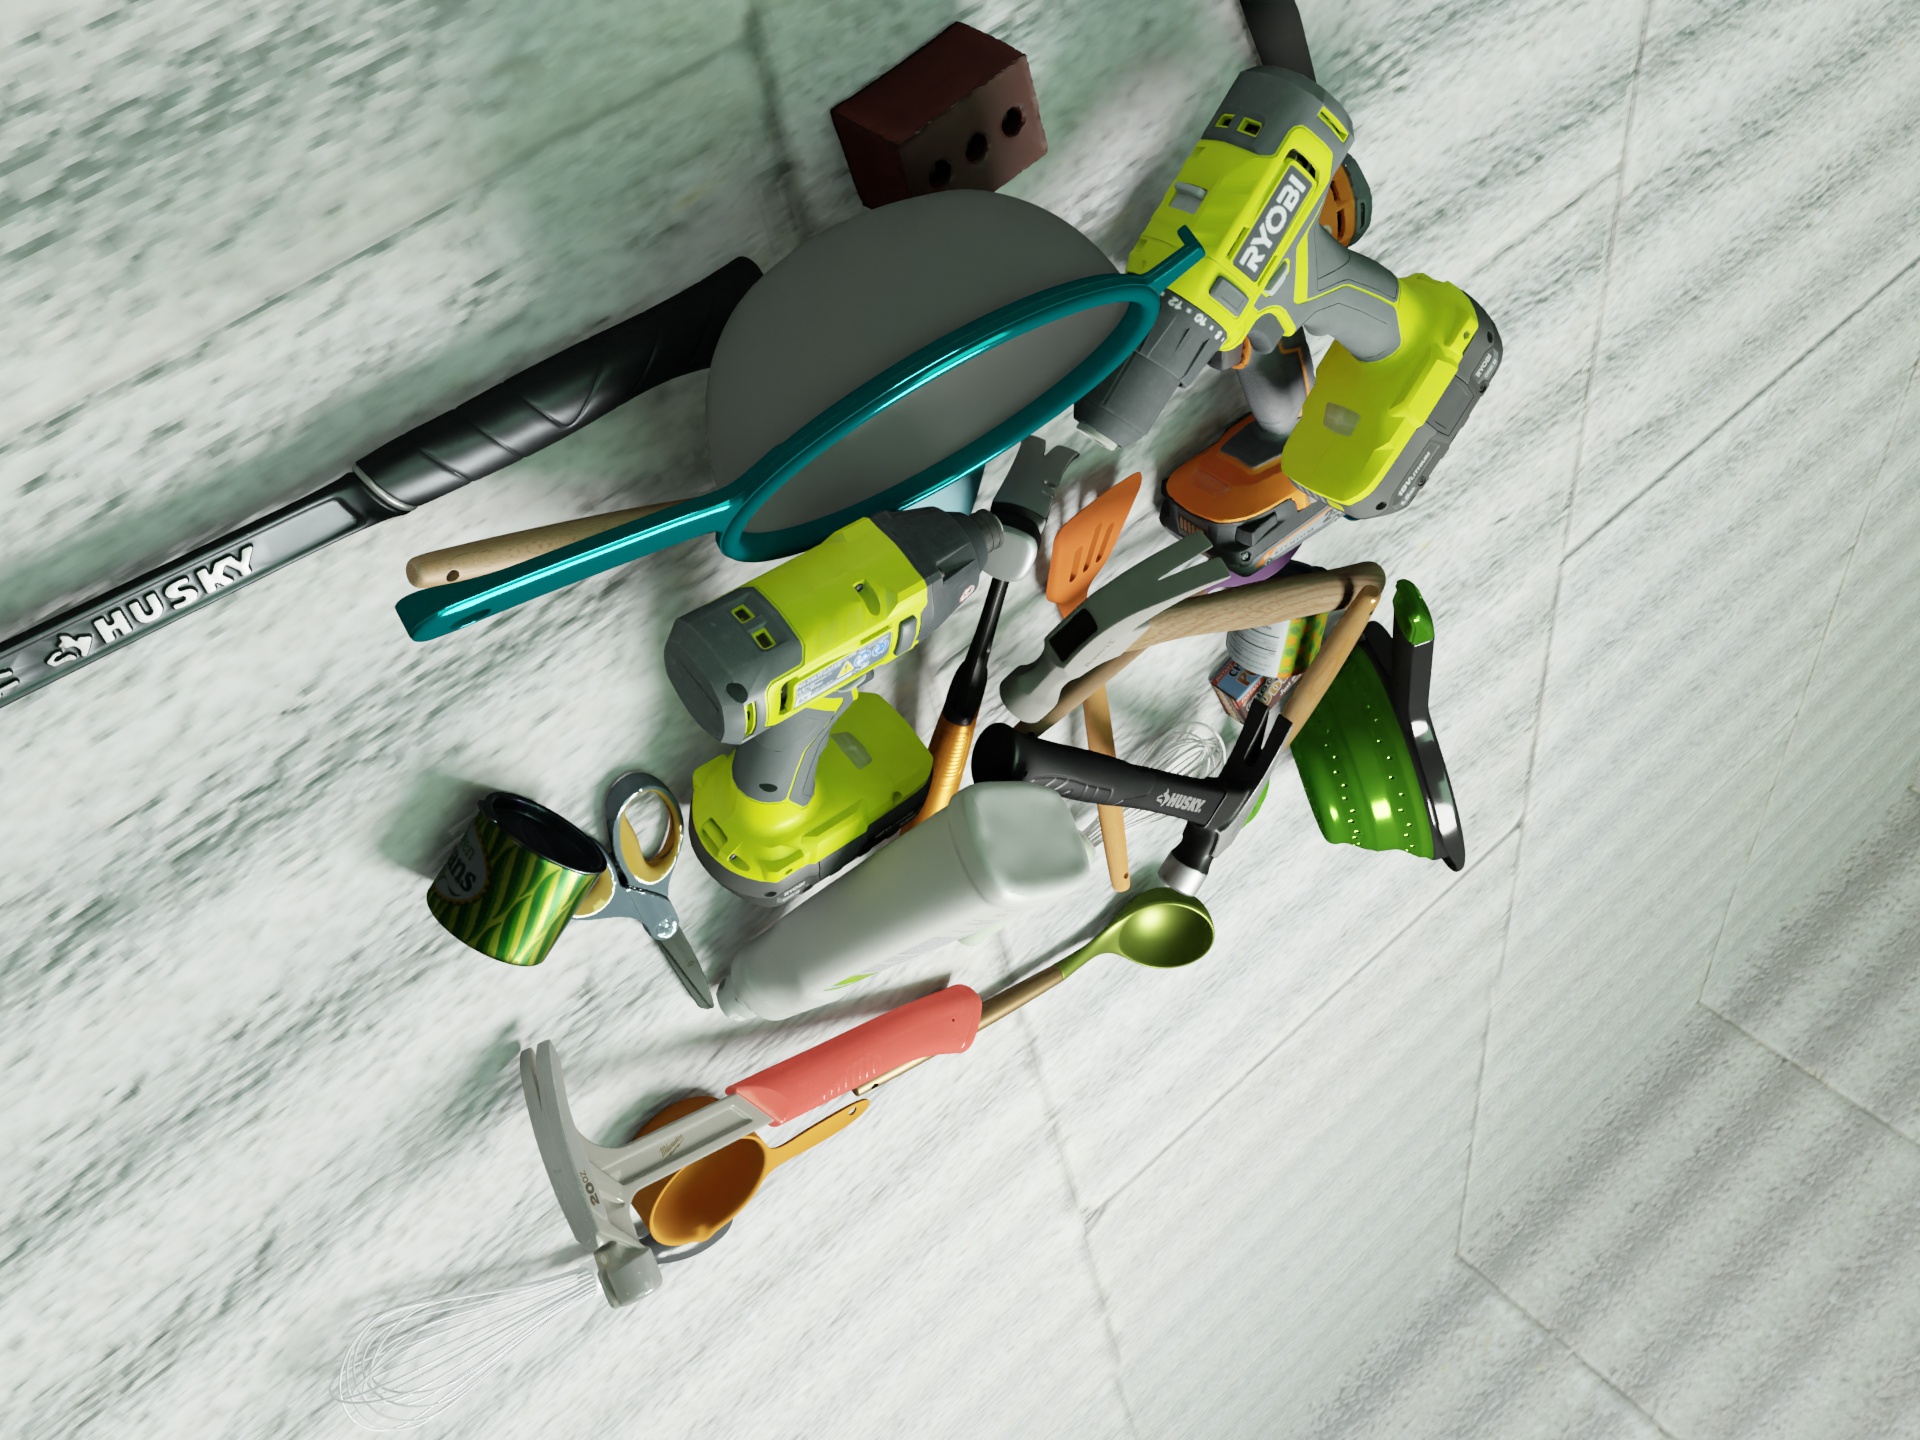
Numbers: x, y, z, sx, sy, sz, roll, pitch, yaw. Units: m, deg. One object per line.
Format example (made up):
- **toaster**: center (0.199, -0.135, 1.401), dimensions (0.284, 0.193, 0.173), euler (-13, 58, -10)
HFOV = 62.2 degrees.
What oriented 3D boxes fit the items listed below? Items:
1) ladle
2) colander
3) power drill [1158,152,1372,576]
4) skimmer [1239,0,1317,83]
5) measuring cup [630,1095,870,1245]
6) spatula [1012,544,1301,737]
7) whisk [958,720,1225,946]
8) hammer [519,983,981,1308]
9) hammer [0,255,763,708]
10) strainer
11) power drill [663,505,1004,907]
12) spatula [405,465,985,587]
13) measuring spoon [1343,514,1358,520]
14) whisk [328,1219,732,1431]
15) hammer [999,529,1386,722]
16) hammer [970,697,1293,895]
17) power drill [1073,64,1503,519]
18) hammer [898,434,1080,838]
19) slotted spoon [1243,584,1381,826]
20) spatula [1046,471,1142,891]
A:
- **ladle**: center (0.060, 0.209, 1.191), dimensions (0.320, 0.062, 0.078), euler (-24, 138, -28)
- **colander**: center (0.293, 0.004, 1.164), dimensions (0.094, 0.205, 0.396), euler (-18, 156, 7)
- **power drill**: center (0.163, -0.200, 0.929), dimensions (0.164, 0.084, 0.226), euler (-32, 137, -20)
- **skimmer**: center (0.099, -0.392, 0.734), dimensions (0.127, 0.090, 0.363), euler (-56, 154, 3)
- **measuring cup**: center (-0.140, 0.270, 1.033), dimensions (0.173, 0.052, 0.095), euler (-20, 134, -38)
- **spatula**: center (0.134, -0.069, 1.003), dimensions (0.316, 0.018, 0.059), euler (-39, 123, -30)
- **whisk**: center (0.094, 0.082, 1.132), dimensions (0.246, 0.058, 0.059), euler (-35, 107, -16)
- **hammer**: center (-0.108, 0.222, 1.002), dimensions (0.036, 0.149, 0.359), euler (-27, 173, 37)
- **hammer**: center (-0.246, -0.087, 0.623), dimensions (0.409, 0.036, 0.149), euler (-34, 140, -23)
- **strainer**: center (-0.079, -0.133, 0.641), dimensions (0.340, 0.095, 0.211), euler (-27, 176, -28)
- **power drill**: center (-0.062, -0.009, 0.792), dimensions (0.171, 0.080, 0.223), euler (-31, 159, -26)
- **spatula**: center (-0.108, -0.093, 0.738), dimensions (0.317, 0.044, 0.082), euler (-21, 139, -46)
- **measuring spoon**: center (0.245, -0.149, 1.117), dimensions (0.128, 0.021, 0.042), euler (-23, 137, -20)
- **whisk**: center (-0.252, 0.358, 0.987), dimensions (0.284, 0.070, 0.070), euler (-11, 129, -47)
- **hammer**: center (0.167, -0.069, 0.953), dimensions (0.331, 0.031, 0.130), euler (-13, 156, -47)
- **hammer**: center (0.109, 0.036, 1.005), dimensions (0.334, 0.035, 0.146), euler (14, 109, -56)
- **power drill**: center (0.170, -0.196, 0.829), dimensions (0.228, 0.080, 0.190), euler (24, 101, -42)
- **hammer**: center (-0.001, -0.003, 0.931), dimensions (0.127, 0.034, 0.336), euler (-68, 177, -53)
- **slotted spoon**: center (0.234, 0.004, 1.135), dimensions (0.070, 0.031, 0.313), euler (-36, 160, -29)
- **spatula**: center (0.094, -0.008, 1.026), dimensions (0.081, 0.041, 0.322), euler (-38, 133, -32)
